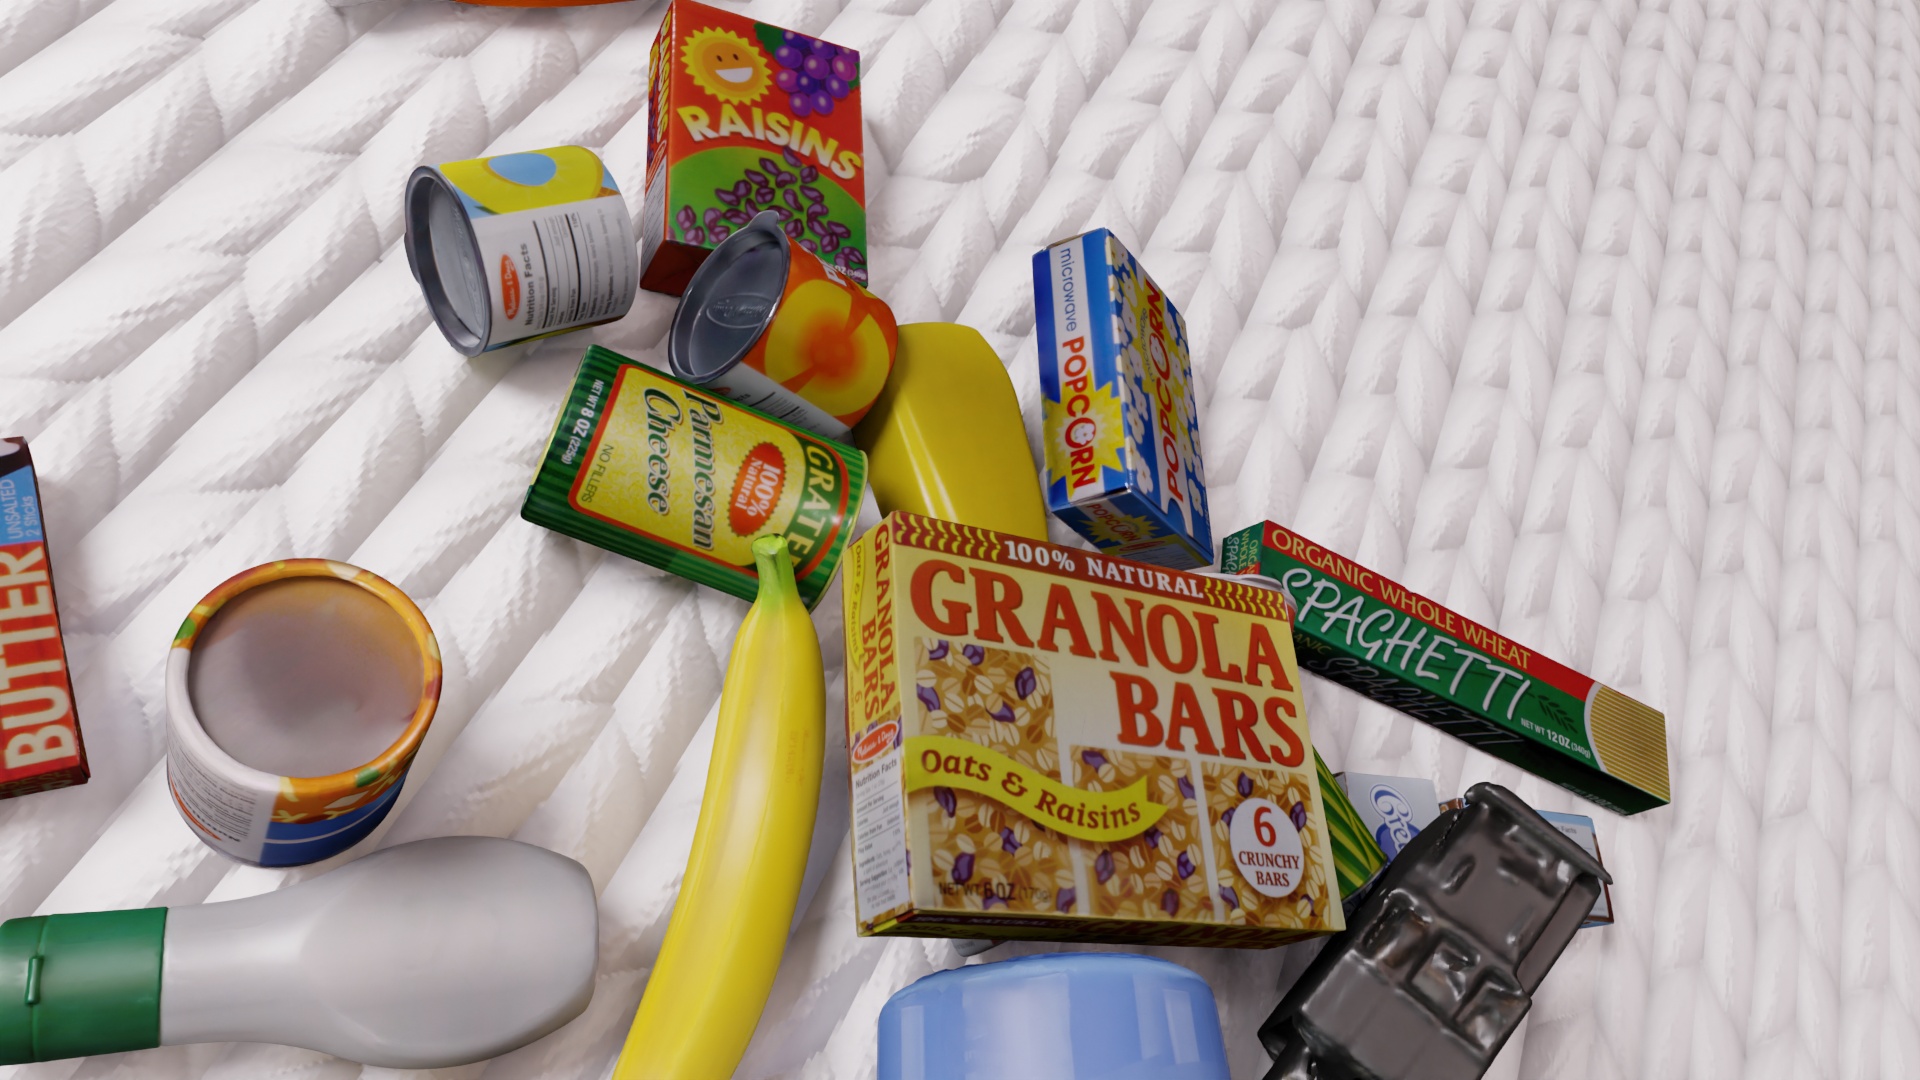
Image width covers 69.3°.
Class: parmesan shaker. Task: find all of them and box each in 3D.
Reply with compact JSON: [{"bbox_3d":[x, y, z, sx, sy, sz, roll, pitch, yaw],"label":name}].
[{"bbox_3d":[-0.093,-0.017,0.485,0.103,0.071,0.071,21,58,-18],"label":"parmesan shaker"}]

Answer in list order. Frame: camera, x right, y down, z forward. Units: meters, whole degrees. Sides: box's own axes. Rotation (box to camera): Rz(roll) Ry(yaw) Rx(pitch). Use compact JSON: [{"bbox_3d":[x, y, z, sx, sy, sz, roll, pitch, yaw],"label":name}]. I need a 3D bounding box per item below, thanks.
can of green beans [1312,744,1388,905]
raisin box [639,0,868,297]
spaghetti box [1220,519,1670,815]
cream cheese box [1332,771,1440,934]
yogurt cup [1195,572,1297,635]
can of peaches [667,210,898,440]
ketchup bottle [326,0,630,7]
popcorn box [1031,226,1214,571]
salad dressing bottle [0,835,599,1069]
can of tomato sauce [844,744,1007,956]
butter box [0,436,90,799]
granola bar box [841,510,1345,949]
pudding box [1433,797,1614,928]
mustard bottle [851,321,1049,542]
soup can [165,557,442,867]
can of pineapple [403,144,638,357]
[{"bbox_3d":[0.120,0.114,0.537,0.071,0.071,0.058,-27,81,-36],"label":"can of green beans"},{"bbox_3d":[-0.084,-0.156,0.575,0.086,0.040,0.124,8,64,-25],"label":"raisin box"},{"bbox_3d":[0.229,0.062,0.646,0.250,0.028,0.050,24,56,-17],"label":"spaghetti box"},{"bbox_3d":[0.181,0.150,0.579,0.053,0.024,0.104,8,63,-27],"label":"cream cheese box"},{"bbox_3d":[0.101,0.049,0.561,0.072,0.072,0.054,14,68,-22],"label":"yogurt cup"},{"bbox_3d":[-0.065,-0.078,0.520,0.058,0.071,0.071,30,52,-40],"label":"can of peaches"},{"bbox_3d":[-0.184,-0.244,0.561,0.149,0.043,0.065,-25,79,-35],"label":"ketchup bottle"},{"bbox_3d":[0.069,-0.057,0.588,0.085,0.038,0.127,35,46,-52],"label":"popcorn box"},{"bbox_3d":[-0.179,0.117,0.386,0.148,0.043,0.064,3,67,-27],"label":"salad dressing bottle"},{"bbox_3d":[0.010,0.091,0.486,0.071,0.071,0.083,-24,80,-35],"label":"can of tomato sauce"},{"bbox_3d":[-0.281,0.024,0.386,0.053,0.024,0.103,-11,72,-32],"label":"butter box"},{"bbox_3d":[0.043,0.066,0.453,0.166,0.039,0.124,12,60,-30],"label":"granola bar box"},{"bbox_3d":[0.244,0.144,0.613,0.084,0.030,0.050,11,63,-24],"label":"pudding box"},{"bbox_3d":[0.002,-0.007,0.543,0.065,0.048,0.160,-4,69,-33],"label":"mustard bottle"},{"bbox_3d":[-0.183,0.049,0.391,0.071,0.083,0.071,13,61,-24],"label":"soup can"},{"bbox_3d":[-0.157,-0.105,0.494,0.058,0.070,0.071,-22,78,-36],"label":"can of pineapple"}]
